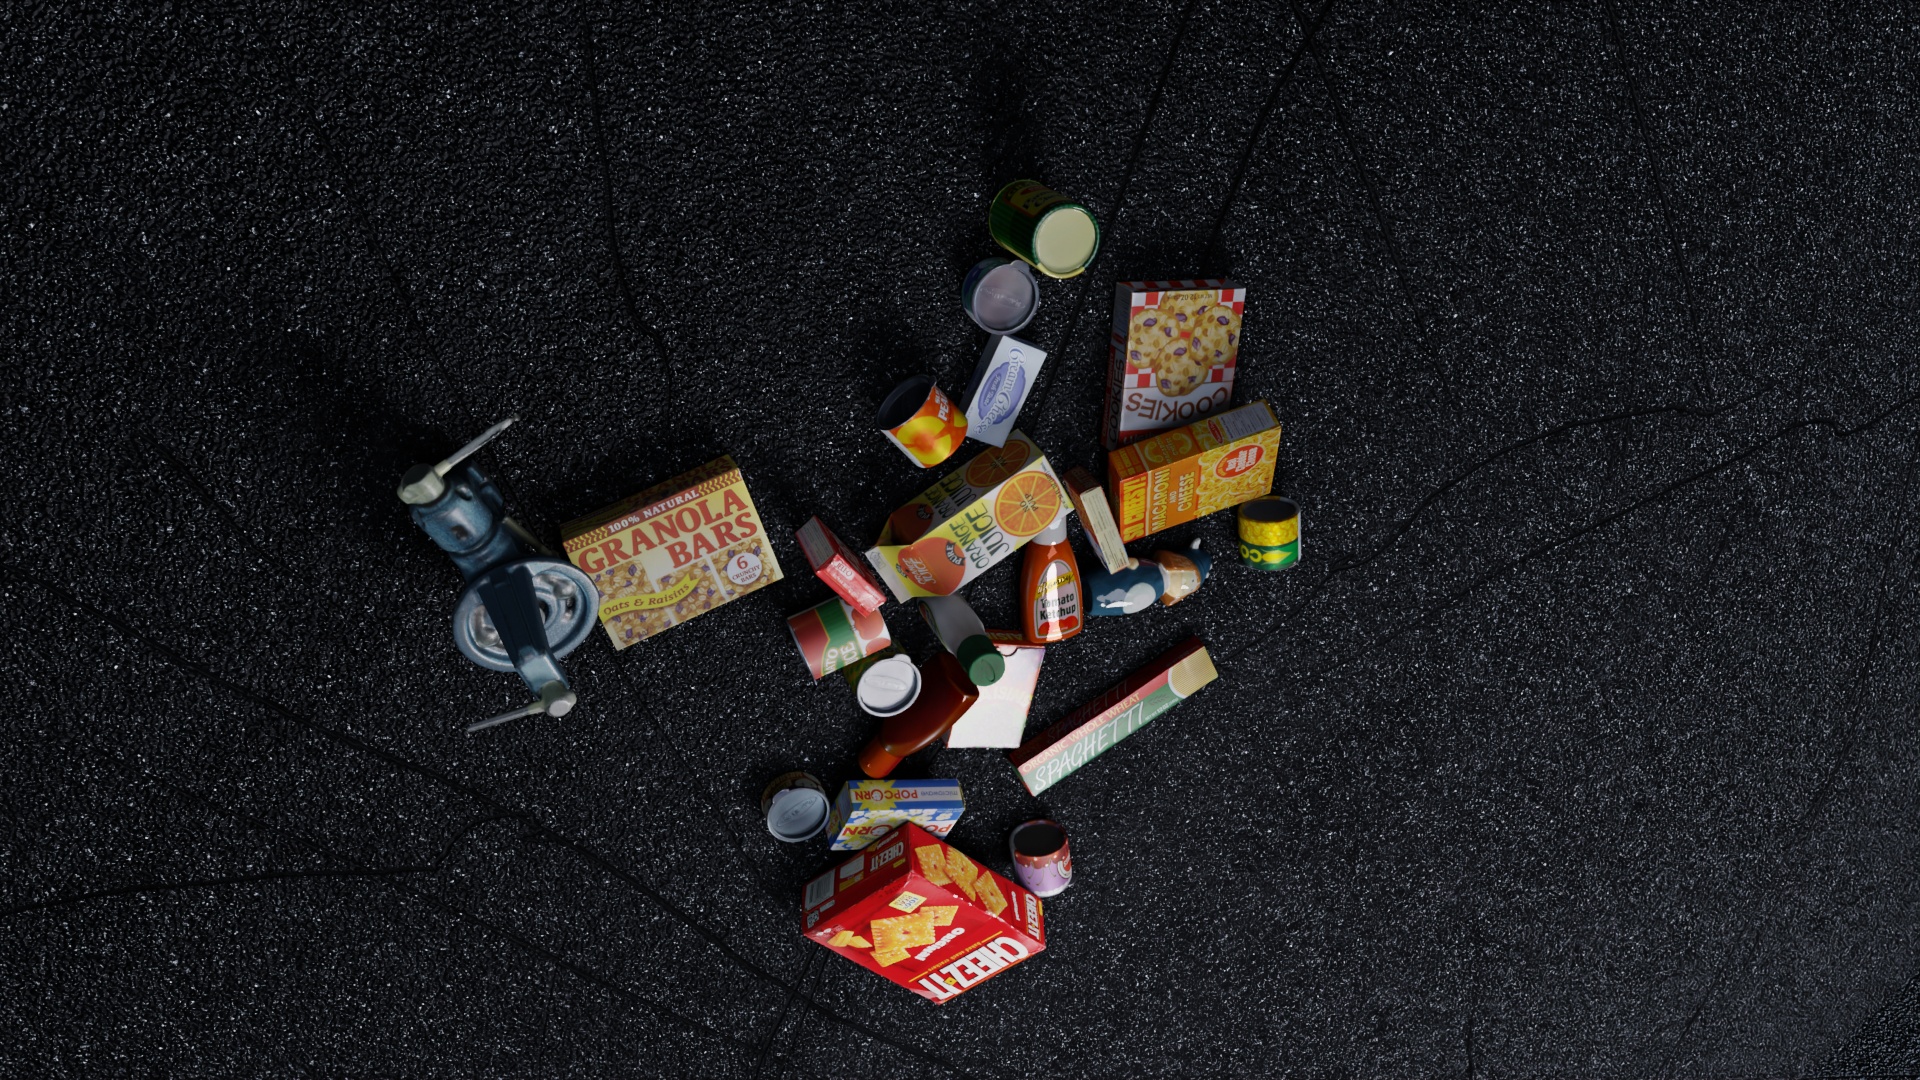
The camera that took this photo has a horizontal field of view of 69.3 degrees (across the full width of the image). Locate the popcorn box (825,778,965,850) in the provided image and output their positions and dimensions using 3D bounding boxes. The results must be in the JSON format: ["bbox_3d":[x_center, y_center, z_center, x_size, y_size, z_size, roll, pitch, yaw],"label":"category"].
[{"bbox_3d":[-0.069,0.286,1.452,0.127,0.038,0.084,4,140,-23],"label":"popcorn box"}]

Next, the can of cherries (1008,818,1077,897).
[{"bbox_3d":[0.092,0.353,1.548,0.071,0.072,0.058,-16,118,-14],"label":"can of cherries"}]

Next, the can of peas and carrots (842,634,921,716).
[{"bbox_3d":[-0.079,0.130,1.381,0.071,0.059,0.070,-9,116,-18],"label":"can of peas and carrots"}]

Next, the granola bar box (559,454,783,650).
[{"bbox_3d":[-0.261,0.010,1.263,0.166,0.039,0.123,-24,121,-9],"label":"granola bar box"}]

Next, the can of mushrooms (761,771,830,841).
[{"bbox_3d":[-0.171,0.271,1.425,0.071,0.033,0.070,-9,117,-17],"label":"can of mushrooms"}]

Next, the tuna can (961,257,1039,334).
[{"bbox_3d":[0.037,-0.227,1.274,0.071,0.033,0.070,-9,117,-18],"label":"tuna can"}]

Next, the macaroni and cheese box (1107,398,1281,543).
[{"bbox_3d":[0.229,-0.067,1.383,0.167,0.040,0.123,-19,149,-5],"label":"macaroni and cheese box"}]

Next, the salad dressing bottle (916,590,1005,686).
[{"bbox_3d":[0.001,0.089,1.340,0.044,0.148,0.064,-29,121,-6],"label":"salad dressing bottle"}]

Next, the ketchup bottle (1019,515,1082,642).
[{"bbox_3d":[0.090,0.029,1.410,0.065,0.044,0.148,-12,117,-16],"label":"ketchup bottle"}]

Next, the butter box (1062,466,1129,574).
[{"bbox_3d":[0.137,-0.021,1.399,0.024,0.053,0.103,-27,120,-4],"label":"butter box"}]

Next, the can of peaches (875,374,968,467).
[{"bbox_3d":[-0.033,-0.111,1.280,0.071,0.071,0.058,-44,122,2],"label":"can of peaches"}]

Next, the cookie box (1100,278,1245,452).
[{"bbox_3d":[0.208,-0.169,1.365,0.123,0.040,0.166,-6,116,-19],"label":"cookie box"}]

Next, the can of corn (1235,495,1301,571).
[{"bbox_3d":[0.325,-0.008,1.473,0.071,0.071,0.058,-15,118,-15],"label":"can of corn"}]

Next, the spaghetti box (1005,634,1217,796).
[{"bbox_3d":[0.168,0.193,1.526,0.250,0.029,0.050,-32,121,-5],"label":"spaghetti box"}]

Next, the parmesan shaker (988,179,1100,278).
[{"bbox_3d":[0.076,-0.275,1.225,0.071,0.103,0.071,-9,117,-18],"label":"parmesan shaker"}]

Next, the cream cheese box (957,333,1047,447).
[{"bbox_3d":[0.036,-0.144,1.318,0.053,0.024,0.103,17,107,-29],"label":"cream cheese box"}]

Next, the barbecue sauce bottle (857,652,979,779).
[{"bbox_3d":[-0.047,0.183,1.410,0.148,0.065,0.044,-48,152,22],"label":"barbecue sauce bottle"}]

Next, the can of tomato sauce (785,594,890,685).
[{"bbox_3d":[-0.117,0.090,1.340,0.083,0.071,0.071,-25,121,-10],"label":"can of tomato sauce"}]

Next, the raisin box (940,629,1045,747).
[{"bbox_3d":[0.031,0.155,1.447,0.086,0.040,0.123,5,111,-23],"label":"raisin box"}]

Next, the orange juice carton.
[{"bbox_3d":[0.005,-0.017,1.336,0.193,0.073,0.071,-34,122,-3],"label":"orange juice carton"}]
